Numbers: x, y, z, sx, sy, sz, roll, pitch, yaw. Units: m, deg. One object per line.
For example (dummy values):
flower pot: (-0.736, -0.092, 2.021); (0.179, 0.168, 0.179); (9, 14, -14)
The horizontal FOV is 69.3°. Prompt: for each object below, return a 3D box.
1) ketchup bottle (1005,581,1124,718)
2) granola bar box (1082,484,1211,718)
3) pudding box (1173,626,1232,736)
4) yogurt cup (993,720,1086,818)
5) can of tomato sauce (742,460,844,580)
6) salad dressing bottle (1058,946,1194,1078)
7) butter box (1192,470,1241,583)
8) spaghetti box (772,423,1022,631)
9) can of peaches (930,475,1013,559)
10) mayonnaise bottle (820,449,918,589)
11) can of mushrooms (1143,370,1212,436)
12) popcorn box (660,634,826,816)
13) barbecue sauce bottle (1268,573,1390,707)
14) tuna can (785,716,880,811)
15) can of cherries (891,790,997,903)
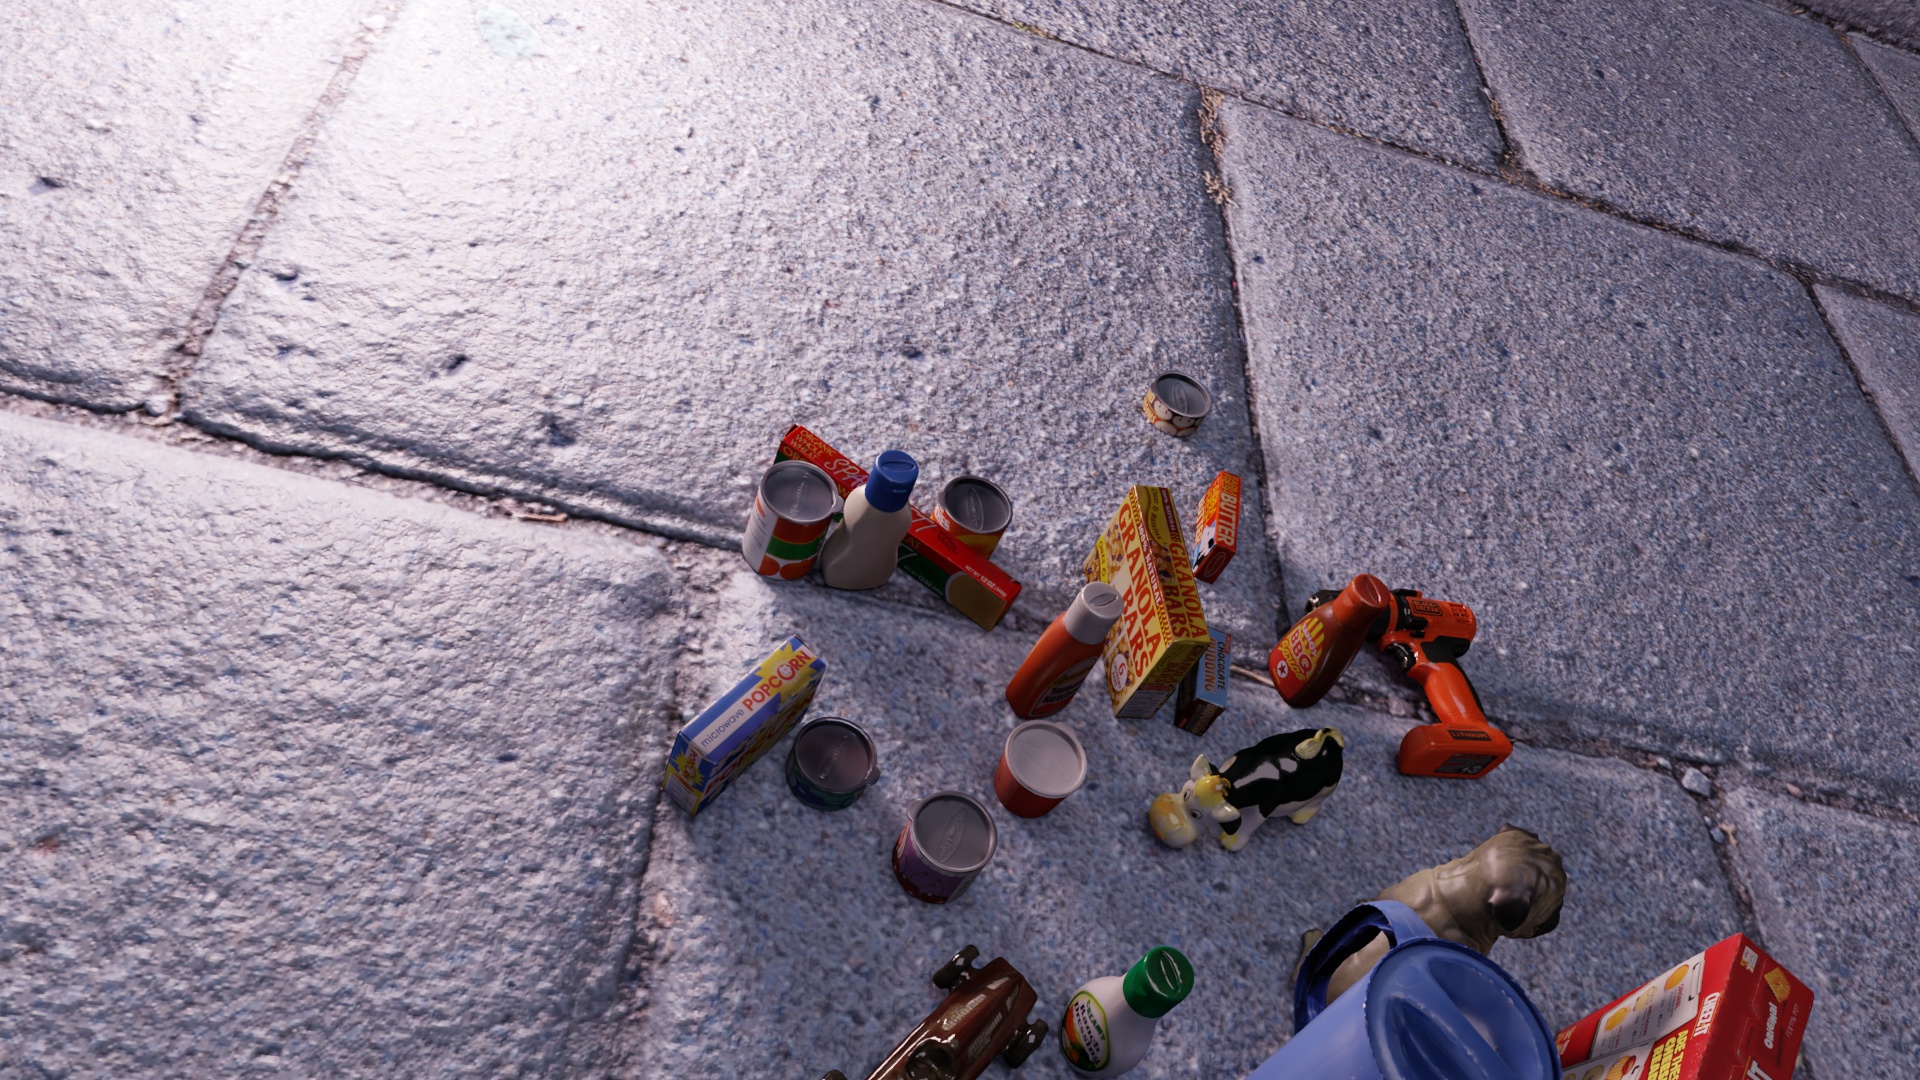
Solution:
ketchup bottle: (0.088, 0.089, 1.133); (0.065, 0.148, 0.043); (-16, 61, -32)
granola bar box: (0.159, 0.053, 1.208); (0.039, 0.123, 0.166); (6, 51, -18)
pudding box: (0.215, 0.123, 1.224); (0.030, 0.049, 0.084); (21, 48, -5)
yogurt cup: (0.060, 0.185, 1.107); (0.072, 0.053, 0.073); (11, 50, -14)
can of tomato sauce: (-0.142, -0.015, 1.168); (0.071, 0.082, 0.071); (11, 50, -14)
salad dressing bottle: (0.114, 0.323, 0.954); (0.044, 0.146, 0.064); (-4, 55, -25)
butter box: (0.249, -0.014, 1.347); (0.024, 0.052, 0.104); (20, 48, -6)
spaghetti box: (-0.060, -0.012, 1.221); (0.250, 0.050, 0.029); (36, 48, 8)
can of peaches: (0.004, -0.016, 1.245); (0.071, 0.057, 0.071); (11, 50, -14)
mayonnaise bottle: (-0.071, -0.015, 1.153); (0.065, 0.147, 0.041); (-1, 53, -23)
can of mushrooms: (0.225, -0.144, 1.456); (0.071, 0.033, 0.071); (11, 50, -14)
popcorn box: (-0.161, 0.137, 1.035); (0.038, 0.084, 0.127); (39, 49, 11)
barbecue sauce bottle: (0.328, 0.086, 1.234); (0.044, 0.147, 0.065); (2, 53, -21)
tuna can: (-0.097, 0.173, 1.067); (0.071, 0.032, 0.071); (11, 50, -14)
can of cherries: (-0.015, 0.228, 1.039); (0.071, 0.058, 0.072); (11, 50, -14)
